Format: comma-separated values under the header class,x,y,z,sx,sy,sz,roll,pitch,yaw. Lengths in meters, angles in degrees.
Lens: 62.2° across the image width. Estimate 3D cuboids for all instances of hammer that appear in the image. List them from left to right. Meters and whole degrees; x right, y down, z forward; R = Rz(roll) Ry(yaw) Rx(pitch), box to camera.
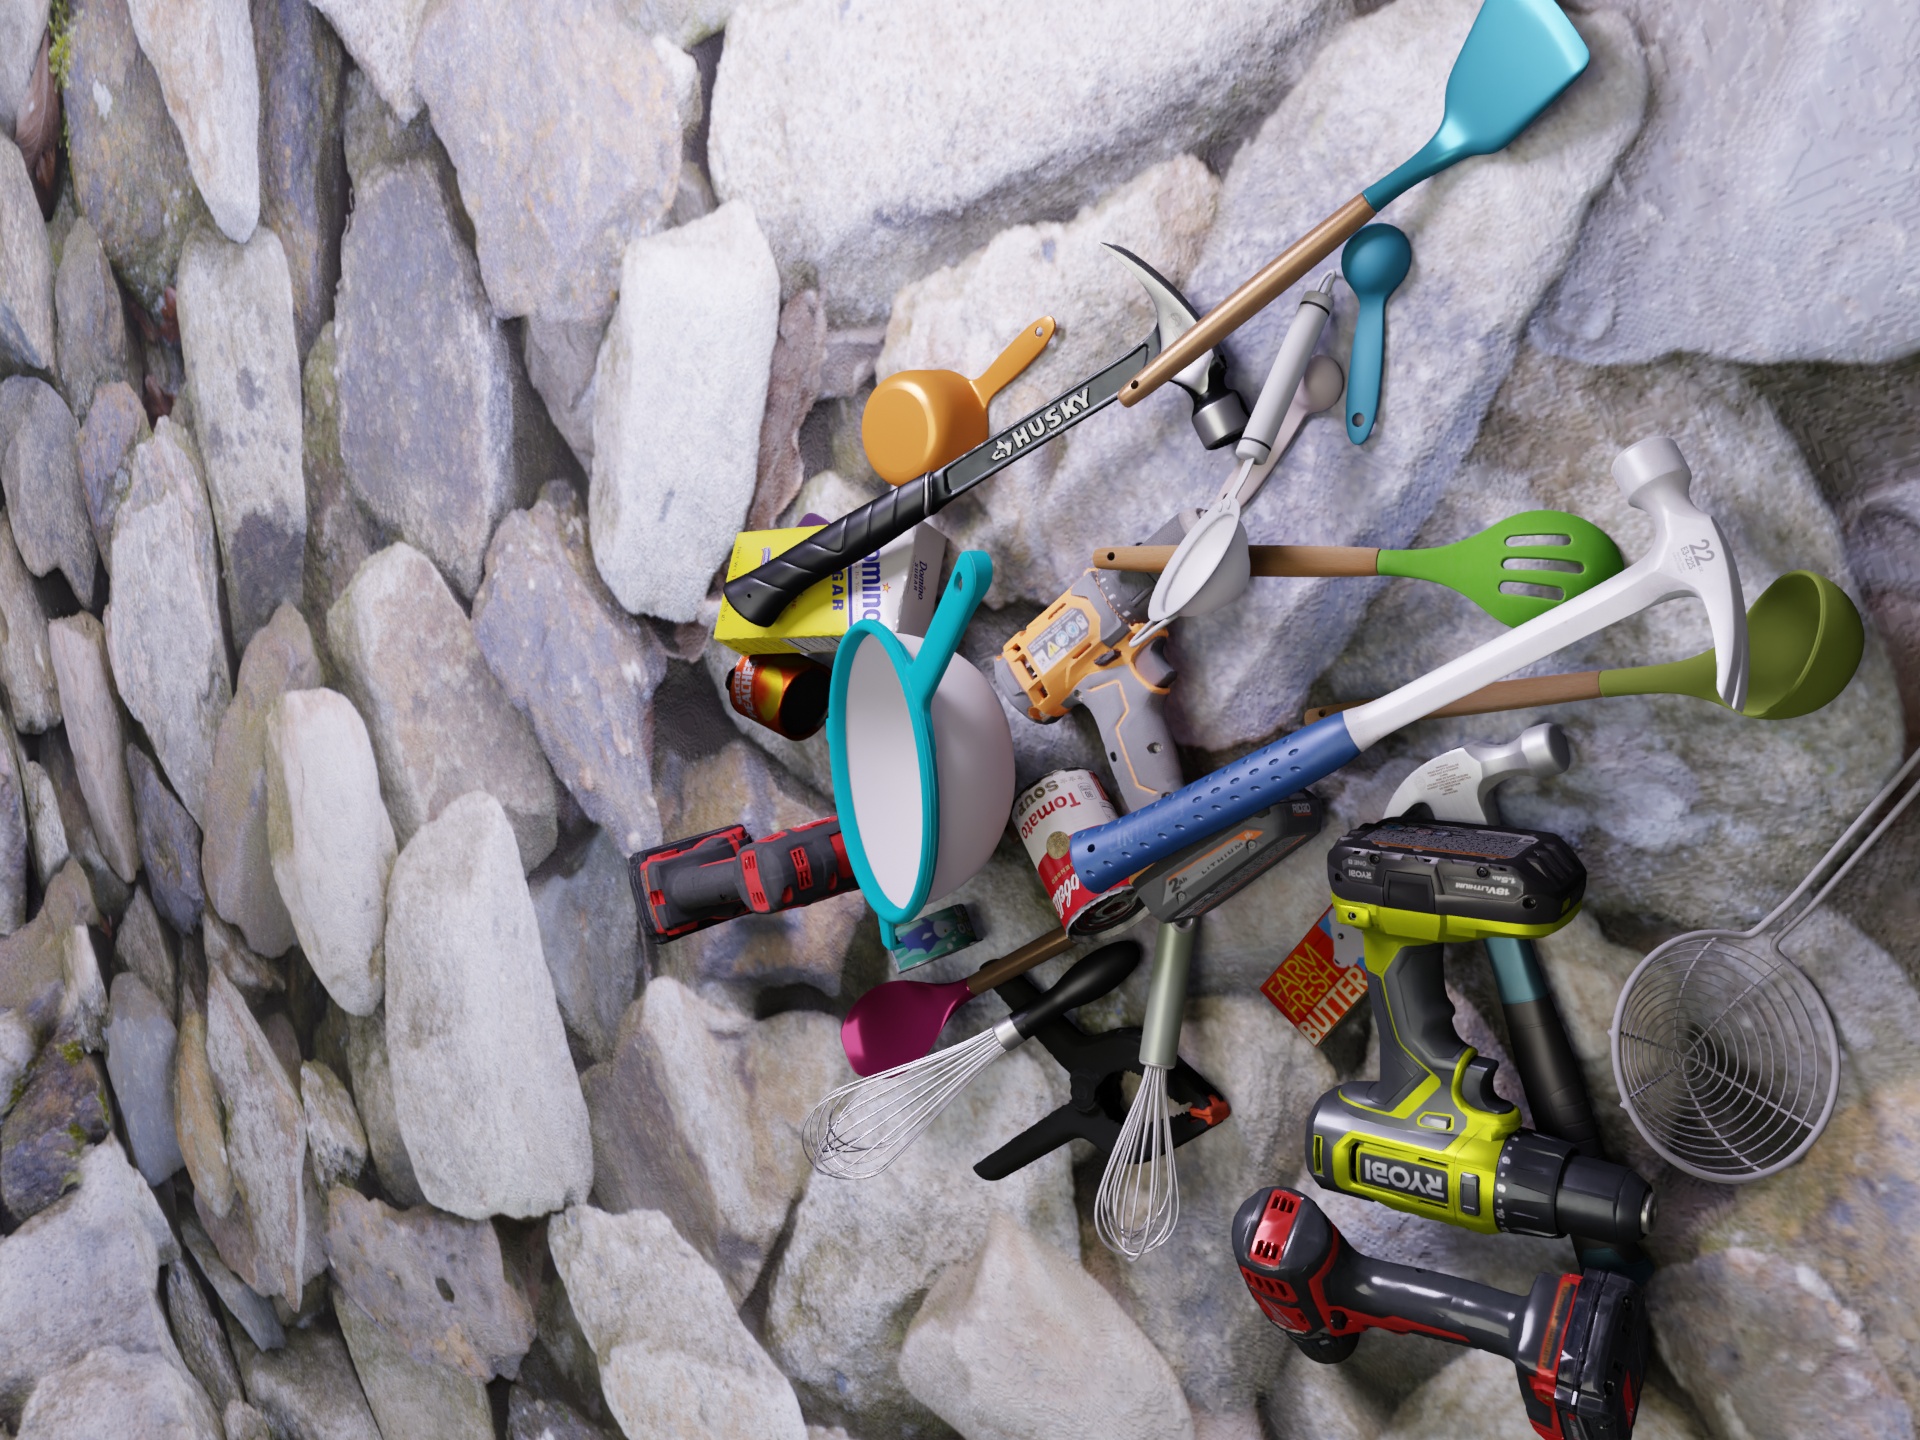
class,x,y,z,sx,sy,sz,roll,pitch,yaw
hammer,-0.008,-0.169,1.086,0.409,0.036,0.149,-26,88,29
hammer,0.229,0.006,0.884,0.405,0.035,0.144,-31,60,31
hammer,0.334,0.175,0.926,0.128,0.033,0.331,-19,86,40

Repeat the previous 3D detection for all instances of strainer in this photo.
class,x,y,z,sx,sy,sz,roll,pitch,yaw
strainer,-0.002,-0.003,1.057,0.340,0.095,0.211,116,142,-53
strainer,0.172,-0.151,0.940,0.258,0.050,0.087,-66,13,-4

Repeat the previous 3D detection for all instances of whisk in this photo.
class,x,y,z,sx,sy,sz,roll,pitch,yaw
whisk,0.009,0.240,1.130,0.284,0.070,0.070,-34,74,7
whisk,0.131,0.238,1.068,0.059,0.057,0.246,160,119,-79

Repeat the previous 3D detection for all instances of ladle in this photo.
class,x,y,z,sx,sy,sz,roll,pitch,yaw
ladle,0.326,-0.023,0.883,0.320,0.062,0.078,-8,56,44

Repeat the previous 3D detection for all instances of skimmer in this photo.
class,x,y,z,sx,sy,sz,roll,pitch,yaw
skimmer,0.451,0.069,0.772,0.127,0.090,0.363,26,116,-2

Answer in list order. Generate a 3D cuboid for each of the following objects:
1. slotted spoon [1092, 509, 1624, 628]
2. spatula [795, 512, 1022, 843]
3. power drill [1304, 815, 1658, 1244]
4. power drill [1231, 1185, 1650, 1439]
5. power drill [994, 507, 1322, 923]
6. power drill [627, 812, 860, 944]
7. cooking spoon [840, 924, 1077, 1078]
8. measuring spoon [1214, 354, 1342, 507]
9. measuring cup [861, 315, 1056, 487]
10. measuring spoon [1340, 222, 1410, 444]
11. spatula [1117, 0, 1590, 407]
class,x,y,z,sx,sy,sz,roll,pitch,yaw
slotted spoon,0.221,-0.091,0.936,0.314,0.031,0.070,5,84,30
spatula,-0.042,-0.035,1.209,0.059,0.018,0.316,-48,67,33
power drill,0.290,0.179,0.894,0.191,0.080,0.228,5,104,37
power drill,0.281,0.363,0.946,0.227,0.080,0.187,8,145,32
power drill,0.140,-0.008,1.025,0.185,0.084,0.226,-42,67,28
power drill,-0.154,0.118,1.260,0.220,0.143,0.078,-15,90,47
cooking spoon,0.029,0.184,1.160,0.319,0.017,0.069,-33,70,29
measuring spoon,0.191,-0.173,0.988,0.034,0.018,0.124,49,126,22
measuring cup,-0.004,-0.228,1.117,0.173,0.052,0.095,-37,74,40
measuring spoon,0.237,-0.227,0.936,0.042,0.021,0.128,12,104,38
spatula,0.209,-0.286,0.914,0.317,0.044,0.082,-37,64,26
